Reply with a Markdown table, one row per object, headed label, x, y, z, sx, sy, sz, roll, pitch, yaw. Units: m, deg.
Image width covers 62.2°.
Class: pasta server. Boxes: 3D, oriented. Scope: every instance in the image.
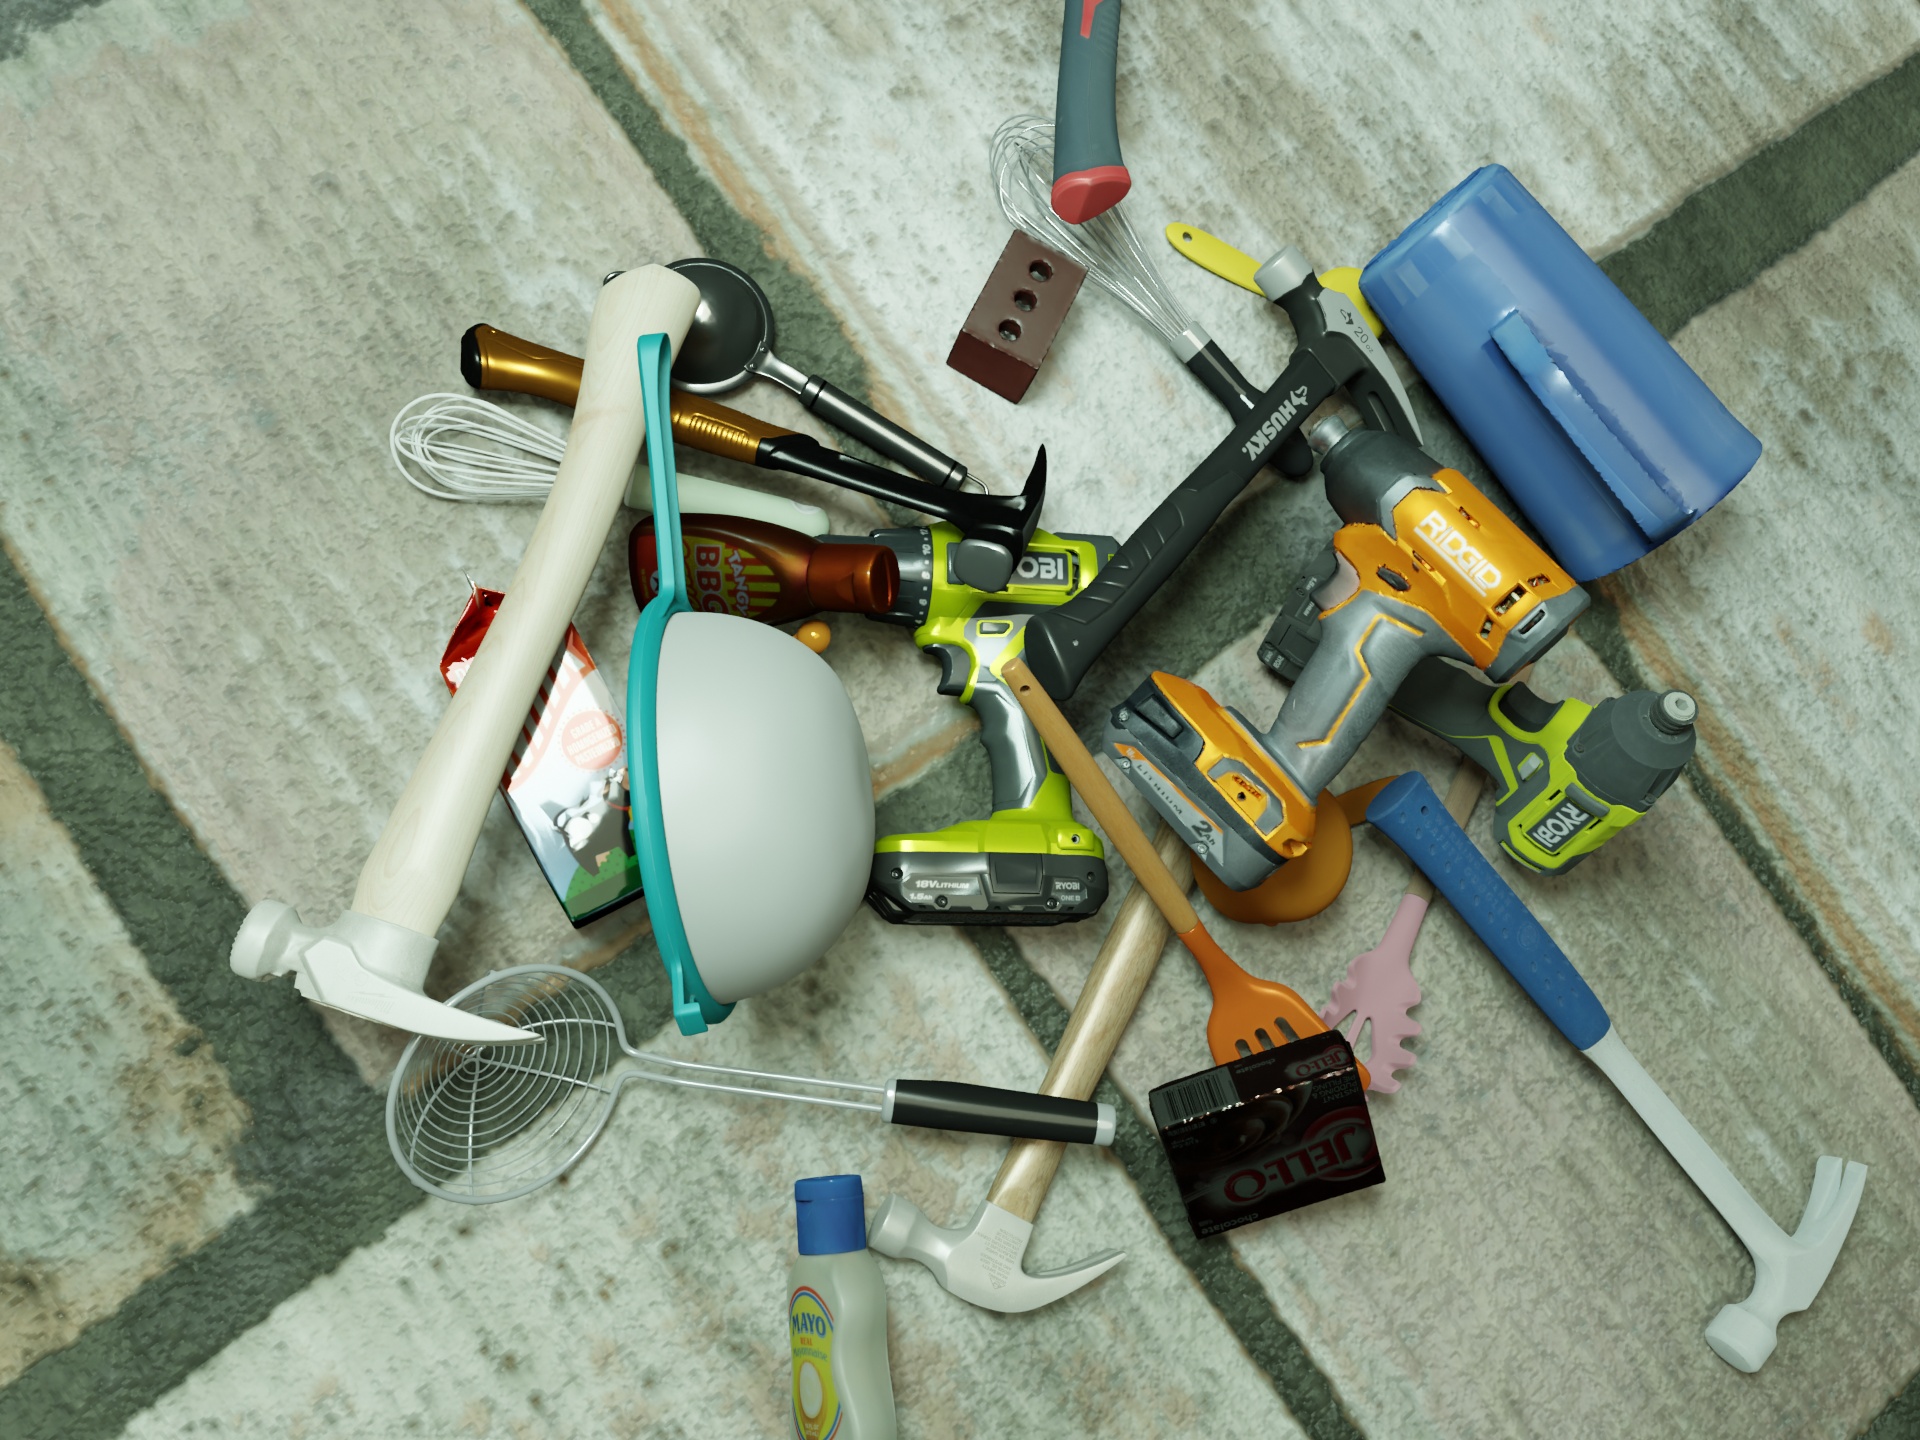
| label | x | y | z | sx | sy | sz | roll | pitch | yaw |
| --- | --- | --- | --- | --- | --- | --- | --- | --- | --- |
| pasta server | 0.289 | 0.083 | 0.960 | 0.060 | 0.040 | 0.316 | 28 | 74 | 4 |

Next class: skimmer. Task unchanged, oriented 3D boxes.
| label | x | y | z | sx | sy | sz | roll | pitch | yaw |
| --- | --- | --- | --- | --- | --- | --- | --- | --- | --- |
| skimmer | -0.097 | 0.200 | 0.810 | 0.363 | 0.090 | 0.127 | 8 | 100 | -4 |

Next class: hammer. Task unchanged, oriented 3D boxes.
| label | x | y | z | sx | sy | sz | roll | pitch | yaw |
| --- | --- | --- | --- | --- | --- | --- | --- | --- | --- |
| hammer | 0.384 | 0.189 | 0.938 | 0.144 | 0.035 | 0.405 | -43 | 97 | -17 |
| hammer | -0.207 | -0.045 | 0.796 | 0.146 | 0.038 | 0.411 | 19 | 73 | -3 |
| hammer | 0.080 | 0.173 | 0.901 | 0.130 | 0.031 | 0.331 | 29 | 75 | -5 |
| hammer | -0.117 | -0.161 | 0.889 | 0.337 | 0.034 | 0.127 | 18 | 36 | 4 |
| hammer | 0.068 | -0.466 | 0.974 | 0.143 | 0.038 | 0.387 | 10 | 64 | -9 |
| hammer | 0.148 | -0.130 | 0.919 | 0.146 | 0.035 | 0.335 | 48 | 63 | -10 |

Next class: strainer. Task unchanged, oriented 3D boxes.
| label | x | y | z | sx | sy | sz | roll | pitch | yaw |
| --- | --- | --- | --- | --- | --- | --- | --- | --- | --- |
| strainer | -0.099 | -0.025 | 0.784 | 0.095 | 0.211 | 0.340 | -6 | 90 | 2 |
| strainer | -0.093 | -0.199 | 0.931 | 0.258 | 0.050 | 0.087 | 30 | 76 | -9 |

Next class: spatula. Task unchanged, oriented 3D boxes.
| label | x | y | z | sx | sy | sz | roll | pitch | yaw |
| --- | --- | --- | --- | --- | --- | --- | --- | --- | --- |
| spatula | 0.113 | 0.097 | 0.858 | 0.081 | 0.041 | 0.322 | -32 | 111 | 10 |

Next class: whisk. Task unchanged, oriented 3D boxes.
| label | x | y | z | sx | sy | sz | roll | pitch | yaw |
| --- | --- | --- | --- | --- | --- | --- | --- | --- | --- |
| whisk | -0.194 | -0.134 | 0.897 | 0.246 | 0.058 | 0.059 | 12 | 112 | -13 |
| whisk | 0.119 | -0.257 | 0.983 | 0.284 | 0.070 | 0.070 | 47 | 74 | -6 |

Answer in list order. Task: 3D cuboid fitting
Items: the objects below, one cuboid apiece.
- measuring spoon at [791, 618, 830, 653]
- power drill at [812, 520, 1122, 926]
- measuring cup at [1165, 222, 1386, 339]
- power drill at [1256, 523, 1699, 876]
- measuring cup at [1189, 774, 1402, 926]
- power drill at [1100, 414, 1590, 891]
| label | x | y | z | sx | sy | sz | roll | pitch | yaw |
| --- | --- | --- | --- | --- | --- | --- | --- | --- | --- |
| measuring spoon | -0.124 | -0.026 | 0.876 | 0.117 | 0.011 | 0.021 | -25 | 73 | 14 |
| power drill | -0.001 | -0.003 | 0.895 | 0.190 | 0.080 | 0.229 | 2 | 76 | -11 |
| measuring cup | 0.204 | -0.283 | 1.014 | 0.156 | 0.029 | 0.062 | 24 | 75 | -10 |
| power drill | 0.292 | -0.021 | 0.897 | 0.223 | 0.171 | 0.080 | 38 | 65 | 12 |
| measuring cup | 0.217 | 0.061 | 0.926 | 0.173 | 0.052 | 0.095 | -18 | 92 | -26 |
| power drill | 0.182 | -0.039 | 0.825 | 0.226 | 0.084 | 0.164 | -45 | 76 | 13 |
